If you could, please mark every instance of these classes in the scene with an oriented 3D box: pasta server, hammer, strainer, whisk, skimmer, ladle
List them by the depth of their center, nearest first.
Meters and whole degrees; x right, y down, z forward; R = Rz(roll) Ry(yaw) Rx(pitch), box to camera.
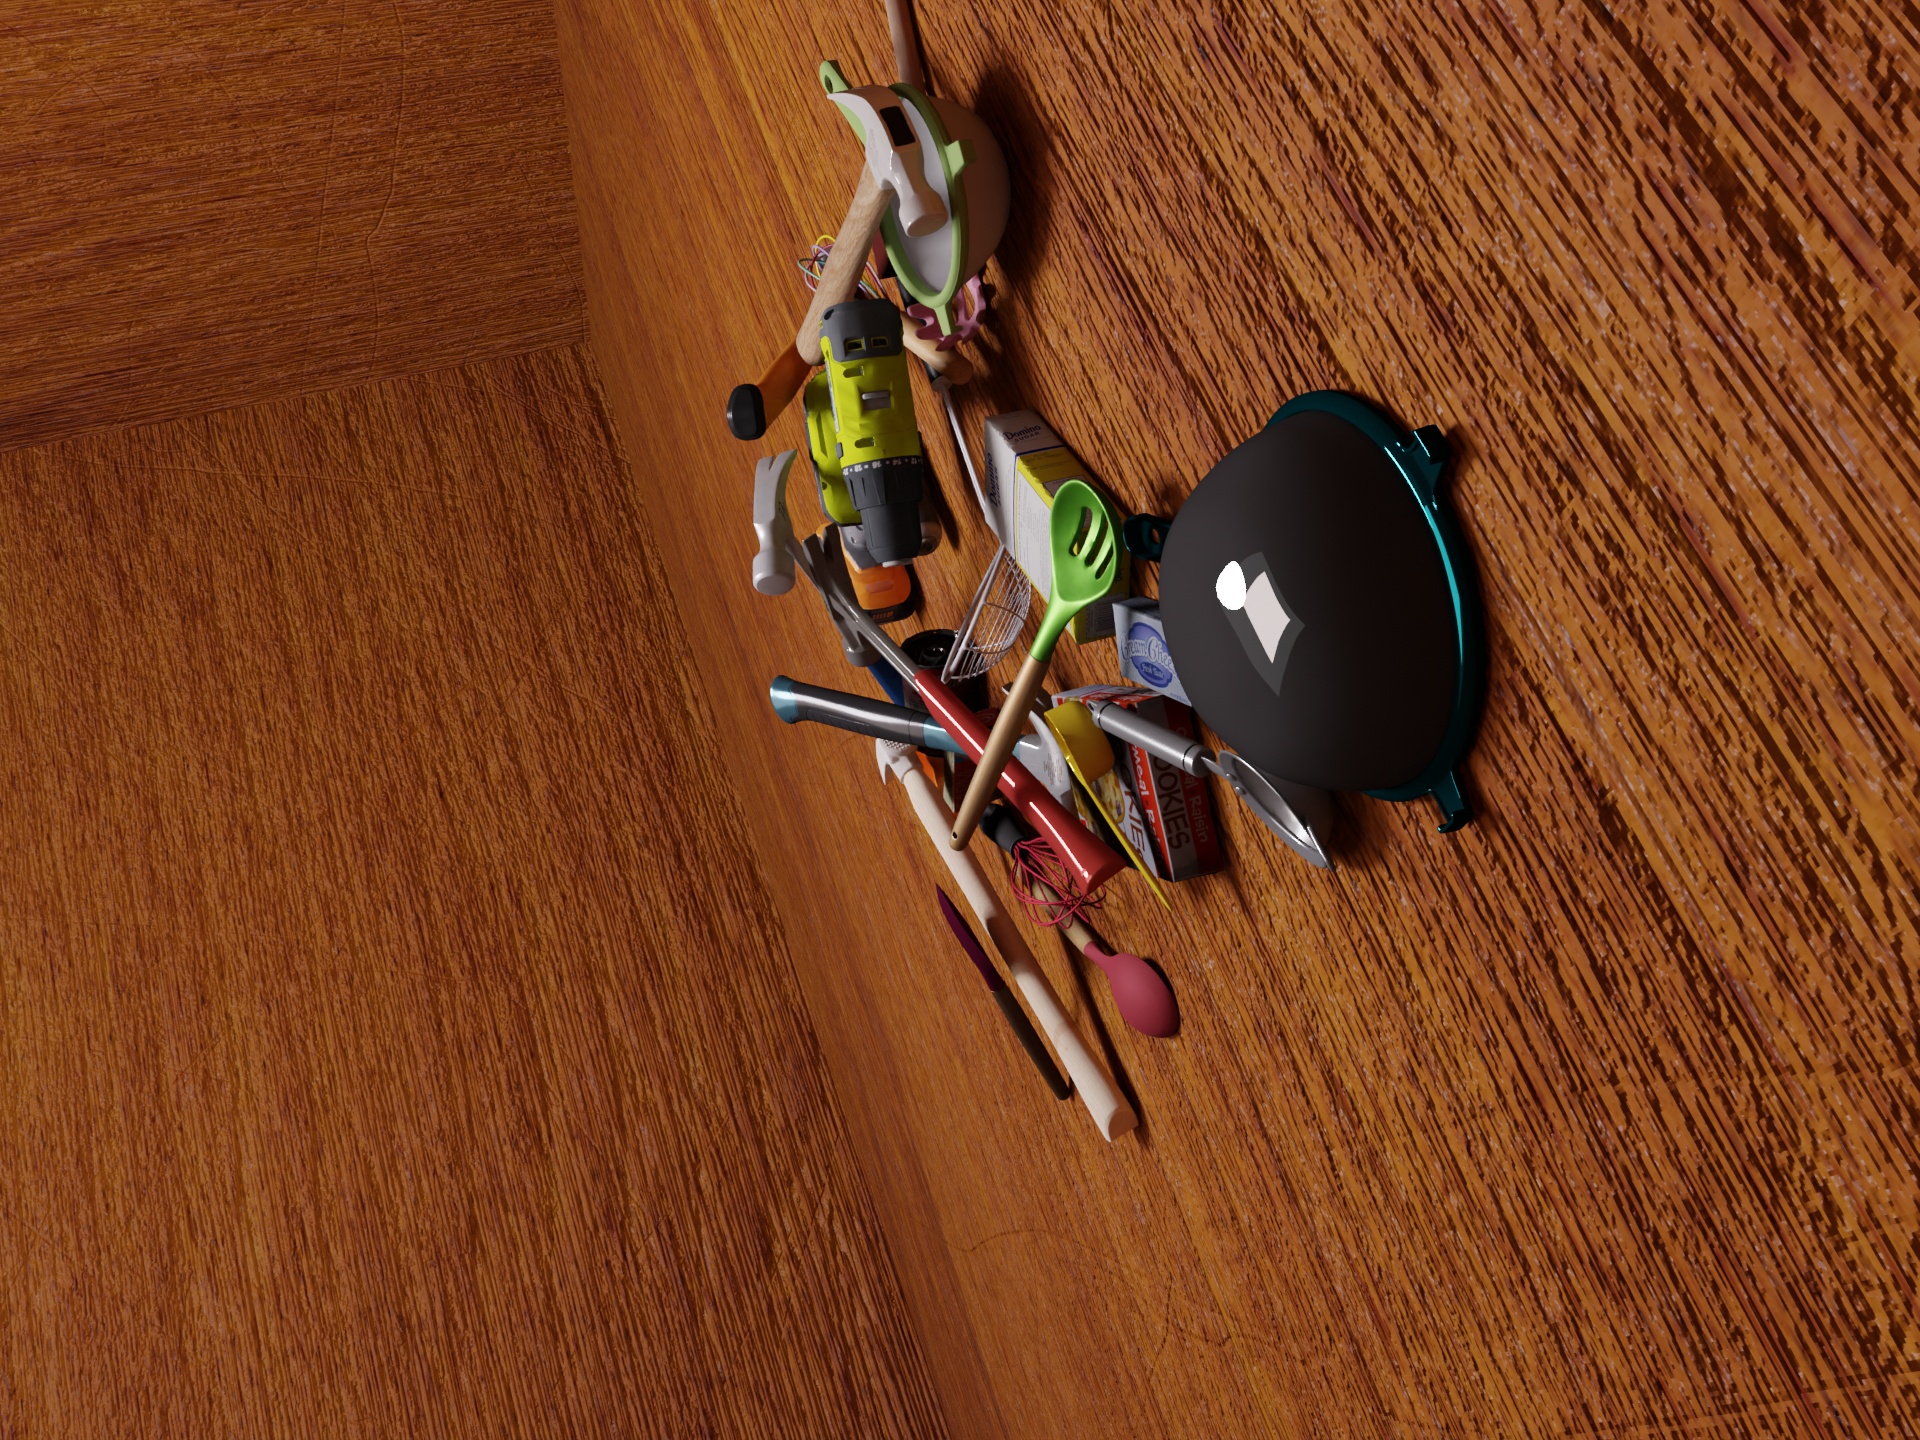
[{"bbox_3d":[0.137,-0.067,0.849,0.341,0.095,0.211,-144,41,-64],"label":"strainer"},{"bbox_3d":[0.147,0.024,0.938,0.086,0.050,0.259,52,168,-32],"label":"strainer"},{"bbox_3d":[-0.027,-0.407,1.139,0.151,0.069,0.257,96,152,-50],"label":"strainer"},{"bbox_3d":[-0.083,-0.352,1.186,0.331,0.031,0.130,141,109,-70],"label":"hammer"},{"bbox_3d":[-0.002,-0.004,1.191,0.359,0.037,0.149,46,164,35],"label":"hammer"},{"bbox_3d":[-0.030,-0.436,1.197,0.040,0.060,0.316,-20,-81,-64],"label":"pasta server"},{"bbox_3d":[-0.062,-0.332,1.280,0.245,0.051,0.047,46,117,40],"label":"whisk"},{"bbox_3d":[-0.024,-0.211,1.283,0.127,0.090,0.363,126,128,-74],"label":"skimmer"},{"bbox_3d":[0.101,0.180,1.337,0.316,0.031,0.069,-137,34,-65],"label":"ladle"},{"bbox_3d":[-0.036,0.008,1.342,0.331,0.033,0.128,13,117,37],"label":"hammer"},{"bbox_3d":[0.060,0.116,1.366,0.296,0.073,0.073,-140,38,-73],"label":"whisk"},{"bbox_3d":[-0.141,-0.314,1.402,0.337,0.034,0.127,-71,-22,-57],"label":"hammer"},{"bbox_3d":[0.036,0.187,1.420,0.411,0.038,0.146,59,169,15],"label":"hammer"},{"bbox_3d":[-0.093,-0.087,1.447,0.405,0.035,0.144,54,-154,-57],"label":"hammer"}]

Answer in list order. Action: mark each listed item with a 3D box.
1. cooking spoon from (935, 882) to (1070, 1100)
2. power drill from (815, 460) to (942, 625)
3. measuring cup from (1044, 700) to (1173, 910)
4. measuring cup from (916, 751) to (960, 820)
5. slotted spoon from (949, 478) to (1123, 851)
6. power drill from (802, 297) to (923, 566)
[{"bbox_3d":[0.042,0.253,1.431,0.318,0.017,0.069,61,176,-39],"label":"cooking spoon"},{"bbox_3d":[-0.076,-0.181,1.526,0.226,0.084,0.186,105,146,-53],"label":"power drill"},{"bbox_3d":[0.107,0.054,1.054,0.157,0.029,0.062,58,177,14],"label":"measuring cup"},{"bbox_3d":[0.005,0.096,1.548,0.095,0.052,0.174,110,140,-64],"label":"measuring cup"},{"bbox_3d":[0.044,-0.026,1.069,0.070,0.031,0.313,50,135,33],"label":"slotted spoon"},{"bbox_3d":[-0.072,-0.213,1.246,0.228,0.080,0.190,-158,59,-81],"label":"power drill"}]
